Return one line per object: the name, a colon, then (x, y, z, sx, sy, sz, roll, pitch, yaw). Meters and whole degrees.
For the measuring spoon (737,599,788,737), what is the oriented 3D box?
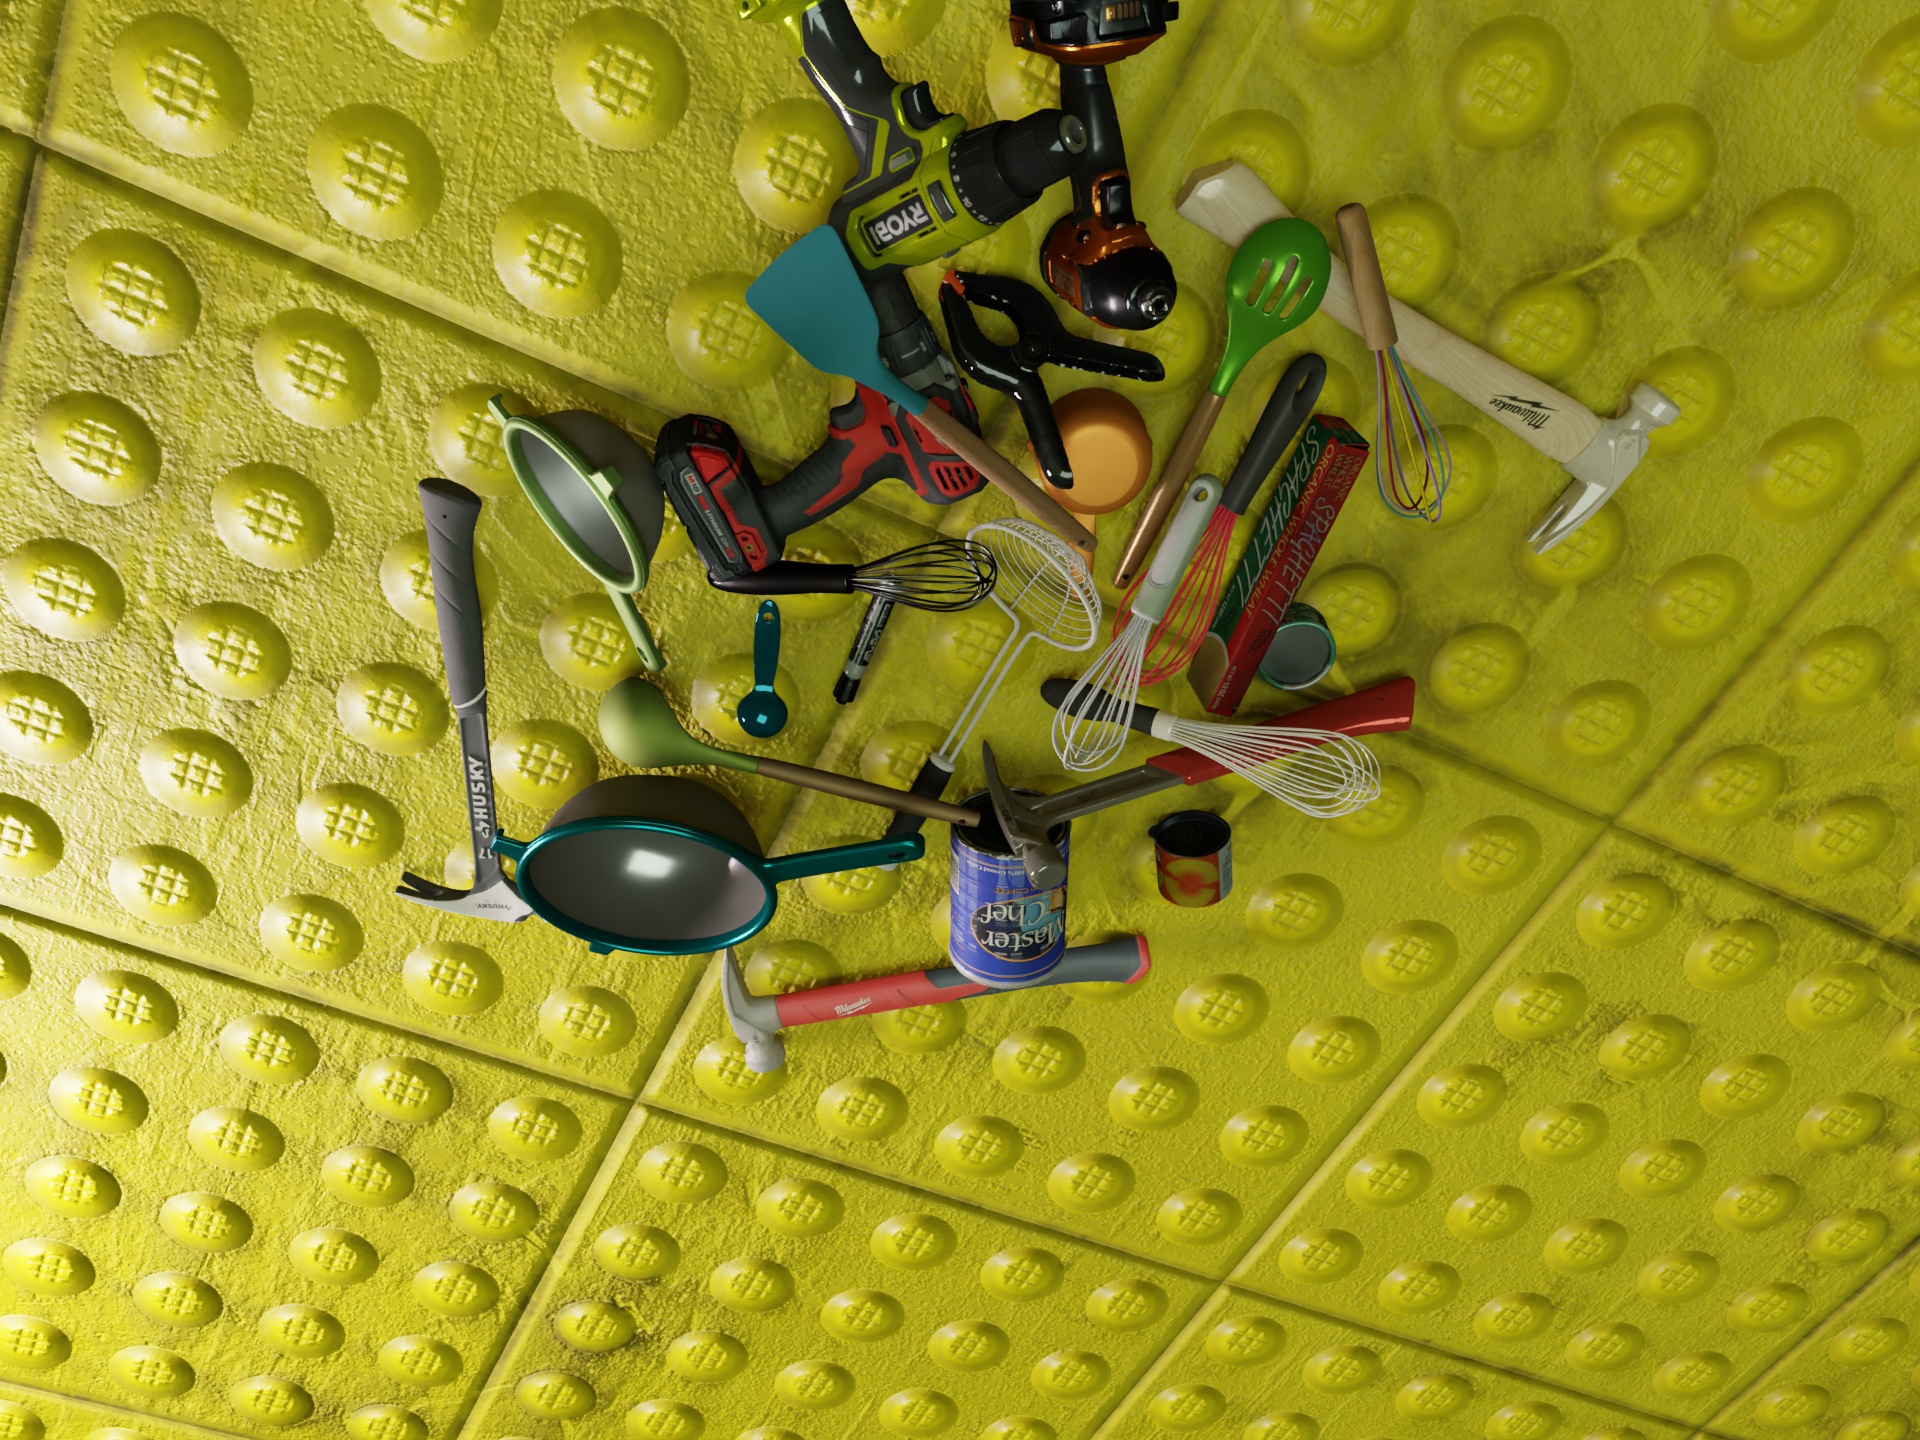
measuring spoon: (-0.158, -0.037, 1.283, 0.042, 0.021, 0.128, 4, 122, -6)

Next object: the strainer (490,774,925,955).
strainer: (-0.192, 0.096, 1.302, 0.340, 0.095, 0.210, -9, 142, 13)

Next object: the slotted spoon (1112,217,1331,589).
slotted spoon: (0.179, -0.219, 1.166, 0.070, 0.031, 0.313, 19, 128, -8)

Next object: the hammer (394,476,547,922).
hammer: (-0.400, -0.003, 1.287, 0.149, 0.036, 0.408, 2, 121, -3)

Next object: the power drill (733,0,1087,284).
power drill: (-0.037, -0.401, 0.977, 0.190, 0.080, 0.228, -11, 114, 43)

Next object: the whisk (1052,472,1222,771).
whisk: (0.135, -0.072, 1.196, 0.058, 0.059, 0.246, 29, 99, 22)

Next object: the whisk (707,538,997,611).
whisk: (-0.084, -0.110, 1.200, 0.239, 0.055, 0.055, 2, 124, 19)

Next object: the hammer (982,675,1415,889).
hammer: (0.201, 0.025, 1.305, 0.359, 0.149, 0.036, -18, 136, -6)

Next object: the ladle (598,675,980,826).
ladle: (-0.137, 0.034, 1.294, 0.320, 0.062, 0.078, 14, 131, -8)

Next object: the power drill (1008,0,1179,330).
power drill: (0.094, -0.363, 1.014, 0.084, 0.164, 0.226, -13, 120, -10)

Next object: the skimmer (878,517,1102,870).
skimmer: (-0.002, -0.004, 1.273, 0.127, 0.090, 0.363, 38, 120, 13)

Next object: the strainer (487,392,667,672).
strainer: (-0.248, -0.137, 1.189, 0.069, 0.152, 0.256, -43, 145, -21)

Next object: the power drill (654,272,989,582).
power drill: (-0.106, -0.216, 1.148, 0.226, 0.080, 0.187, -21, 120, 7)

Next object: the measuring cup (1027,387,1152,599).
measuring cup: (0.098, -0.160, 1.203, 0.095, 0.052, 0.173, 0, 120, -3)

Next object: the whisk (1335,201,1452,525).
whisk: (0.304, -0.248, 1.130, 0.051, 0.047, 0.244, 3, 126, 41)

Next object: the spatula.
spatula: (-0.008, -0.211, 1.106, 0.082, 0.044, 0.317, -33, 131, 30)

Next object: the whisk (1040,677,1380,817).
whisk: (0.192, 0.014, 1.254, 0.285, 0.070, 0.070, 18, 125, 23)

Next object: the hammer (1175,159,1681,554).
hammer: (0.325, -0.270, 1.158, 0.410, 0.038, 0.146, 27, 118, -17)

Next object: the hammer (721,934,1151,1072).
hammer: (-0.022, 0.229, 1.446, 0.386, 0.038, 0.143, -10, 120, 3)

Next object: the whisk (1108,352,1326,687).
whisk: (0.196, -0.146, 1.217, 0.073, 0.073, 0.295, 22, 112, -16)
